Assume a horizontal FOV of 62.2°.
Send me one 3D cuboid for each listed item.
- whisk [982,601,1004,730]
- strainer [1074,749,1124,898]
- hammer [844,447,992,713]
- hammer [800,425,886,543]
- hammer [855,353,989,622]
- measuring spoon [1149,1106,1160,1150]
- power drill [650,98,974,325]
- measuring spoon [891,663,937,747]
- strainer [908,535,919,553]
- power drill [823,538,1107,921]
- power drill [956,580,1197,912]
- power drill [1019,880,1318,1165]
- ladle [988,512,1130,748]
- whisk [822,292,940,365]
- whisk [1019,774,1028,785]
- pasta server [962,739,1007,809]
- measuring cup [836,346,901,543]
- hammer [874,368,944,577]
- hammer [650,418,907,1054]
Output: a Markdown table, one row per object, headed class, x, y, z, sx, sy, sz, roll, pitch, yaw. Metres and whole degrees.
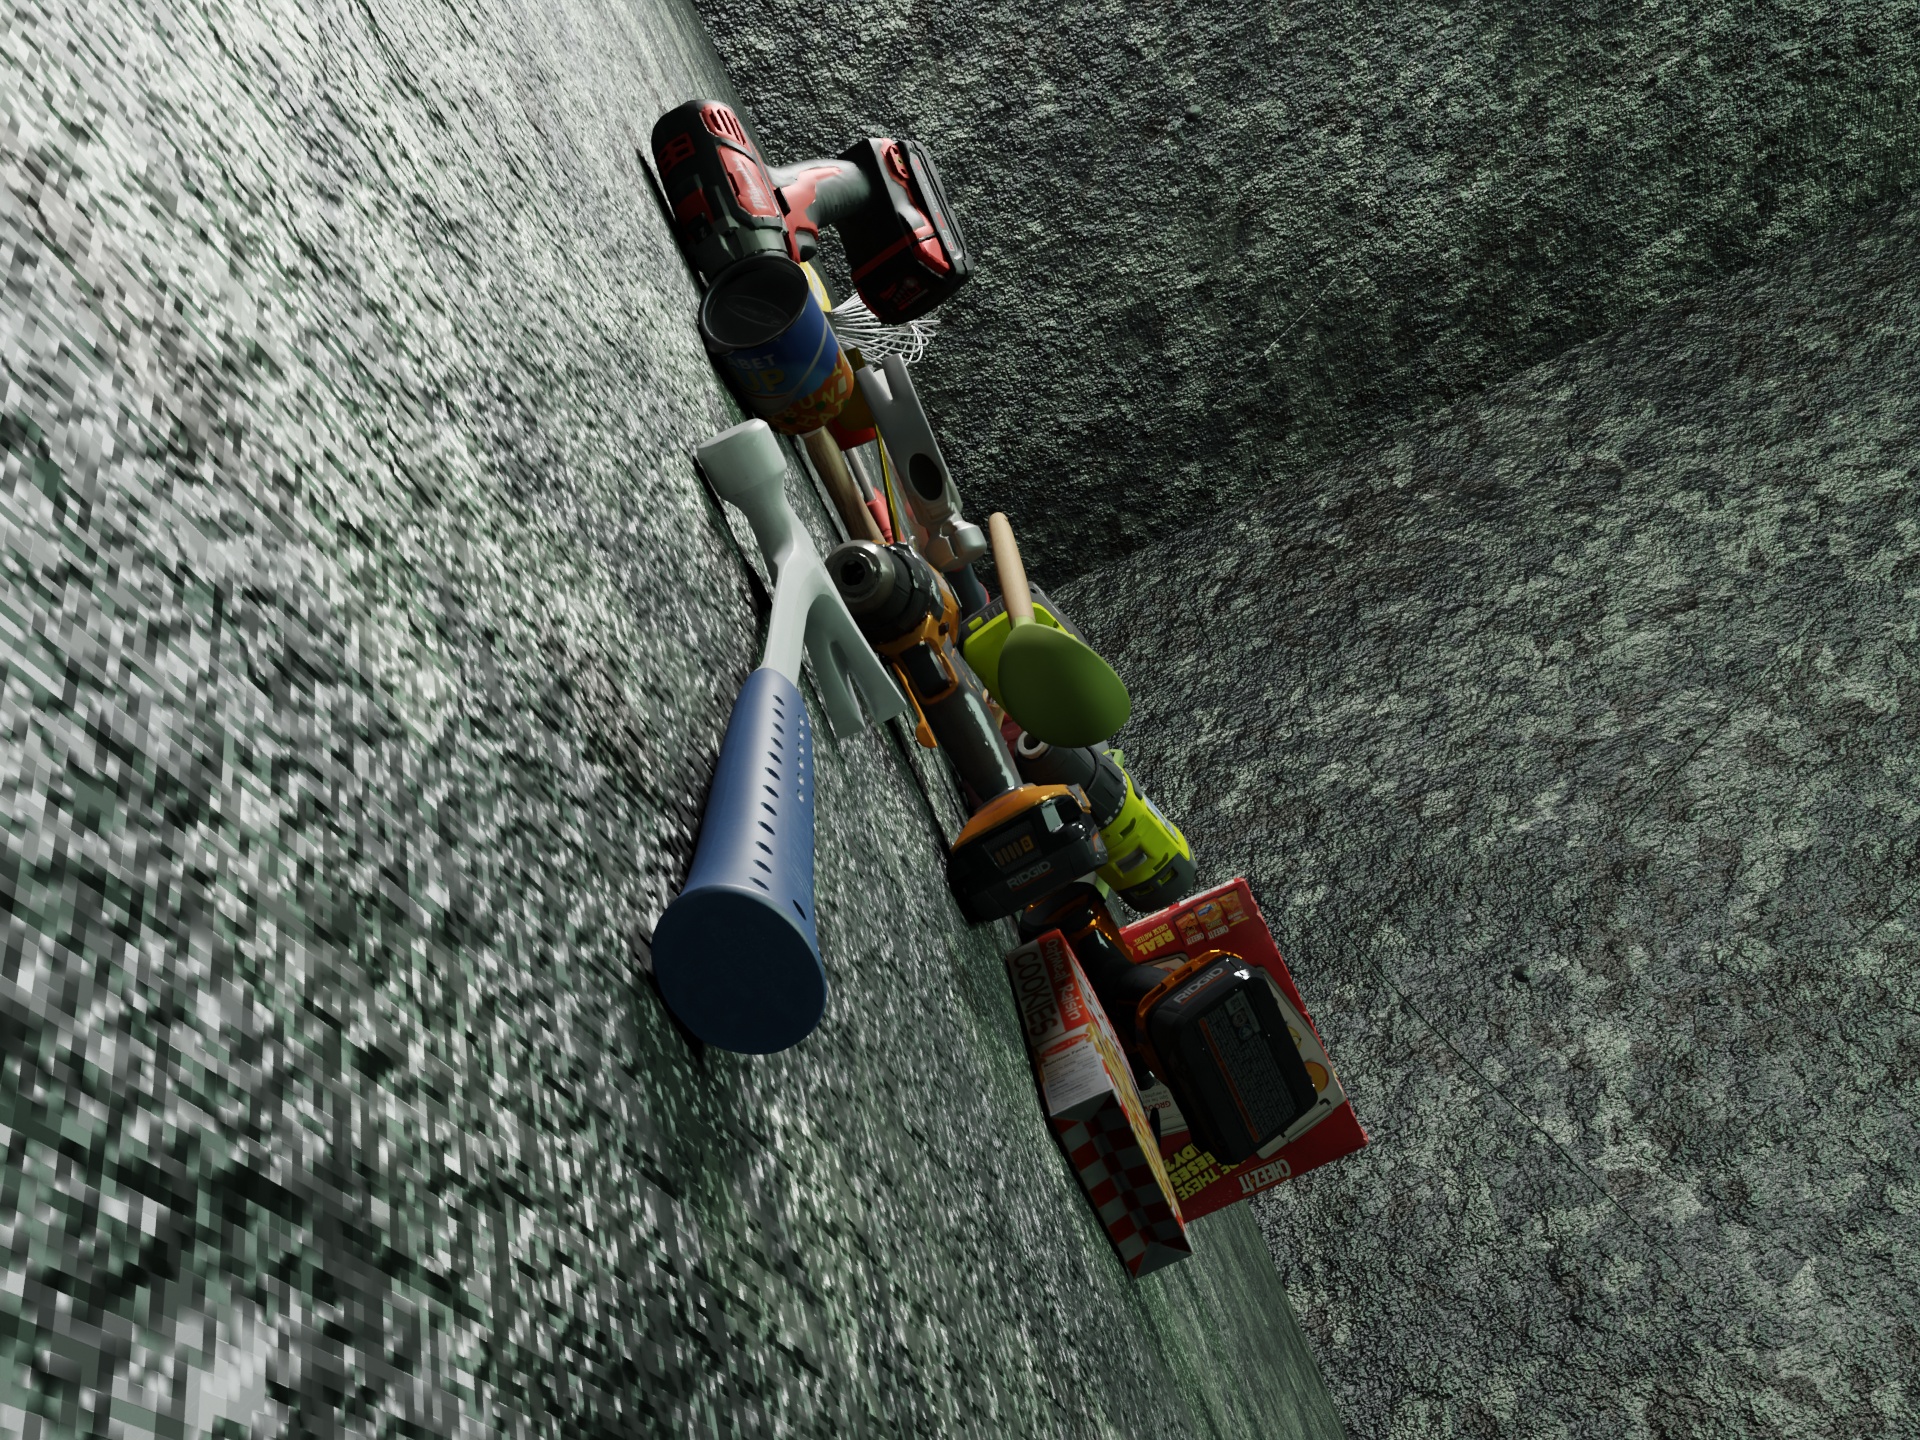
| class | x | y | z | sx | sy | sz | roll | pitch | yaw |
| --- | --- | --- | --- | --- | --- | --- | --- | --- | --- |
| whisk | 0.035 | -0.029 | 1.315 | 0.244 | 0.047 | 0.051 | 102 | -32 | -62 |
| strainer | 0.057 | 0.098 | 1.230 | 0.256 | 0.069 | 0.151 | -3 | 102 | -67 |
| hammer | -0.059 | -0.153 | 1.339 | 0.149 | 0.036 | 0.359 | 48 | 17 | -75 |
| hammer | -0.058 | -0.113 | 1.157 | 0.130 | 0.031 | 0.331 | -106 | 171 | -61 |
| hammer | -0.014 | -0.144 | 1.185 | 0.386 | 0.038 | 0.143 | 60 | 7 | -82 |
| measuring spoon | 0.129 | 0.287 | 0.994 | 0.042 | 0.021 | 0.128 | -101 | -174 | -55 |
| power drill | -0.091 | -0.310 | 1.060 | 0.226 | 0.080 | 0.188 | -18 | 85 | -52 |
| measuring spoon | -0.044 | -0.030 | 1.038 | 0.117 | 0.011 | 0.021 | 63 | 3 | 21 |
| strainer | -0.002 | -0.003 | 1.087 | 0.258 | 0.050 | 0.086 | 66 | 13 | 13 |
| power drill | -0.004 | -0.002 | 0.908 | 0.226 | 0.084 | 0.185 | 62 | 6 | 8 |
| power drill | 0.071 | 0.009 | 1.116 | 0.190 | 0.080 | 0.229 | 45 | 15 | -43 |
| power drill | 0.134 | 0.206 | 1.056 | 0.164 | 0.084 | 0.227 | 64 | -18 | -19 |
| ladle | 0.045 | -0.073 | 0.953 | 0.078 | 0.062 | 0.320 | 49 | 14 | -23 |
| whisk | -0.090 | -0.289 | 1.167 | 0.070 | 0.070 | 0.284 | 65 | 27 | -3 |
| whisk | 0.073 | 0.030 | 1.379 | 0.058 | 0.059 | 0.246 | 39 | -23 | 1 |
| pasta server | 0.027 | 0.043 | 1.285 | 0.316 | 0.040 | 0.060 | -13 | 91 | -87 |
| measuring cup | -0.068 | -0.184 | 1.120 | 0.062 | 0.029 | 0.156 | 18 | 60 | -83 |
| hammer | -0.035 | -0.184 | 1.551 | 0.410 | 0.038 | 0.146 | 72 | -6 | -72 |
| hammer | -0.058 | -0.004 | 0.531 | 0.406 | 0.035 | 0.144 | -102 | 166 | -71 |
